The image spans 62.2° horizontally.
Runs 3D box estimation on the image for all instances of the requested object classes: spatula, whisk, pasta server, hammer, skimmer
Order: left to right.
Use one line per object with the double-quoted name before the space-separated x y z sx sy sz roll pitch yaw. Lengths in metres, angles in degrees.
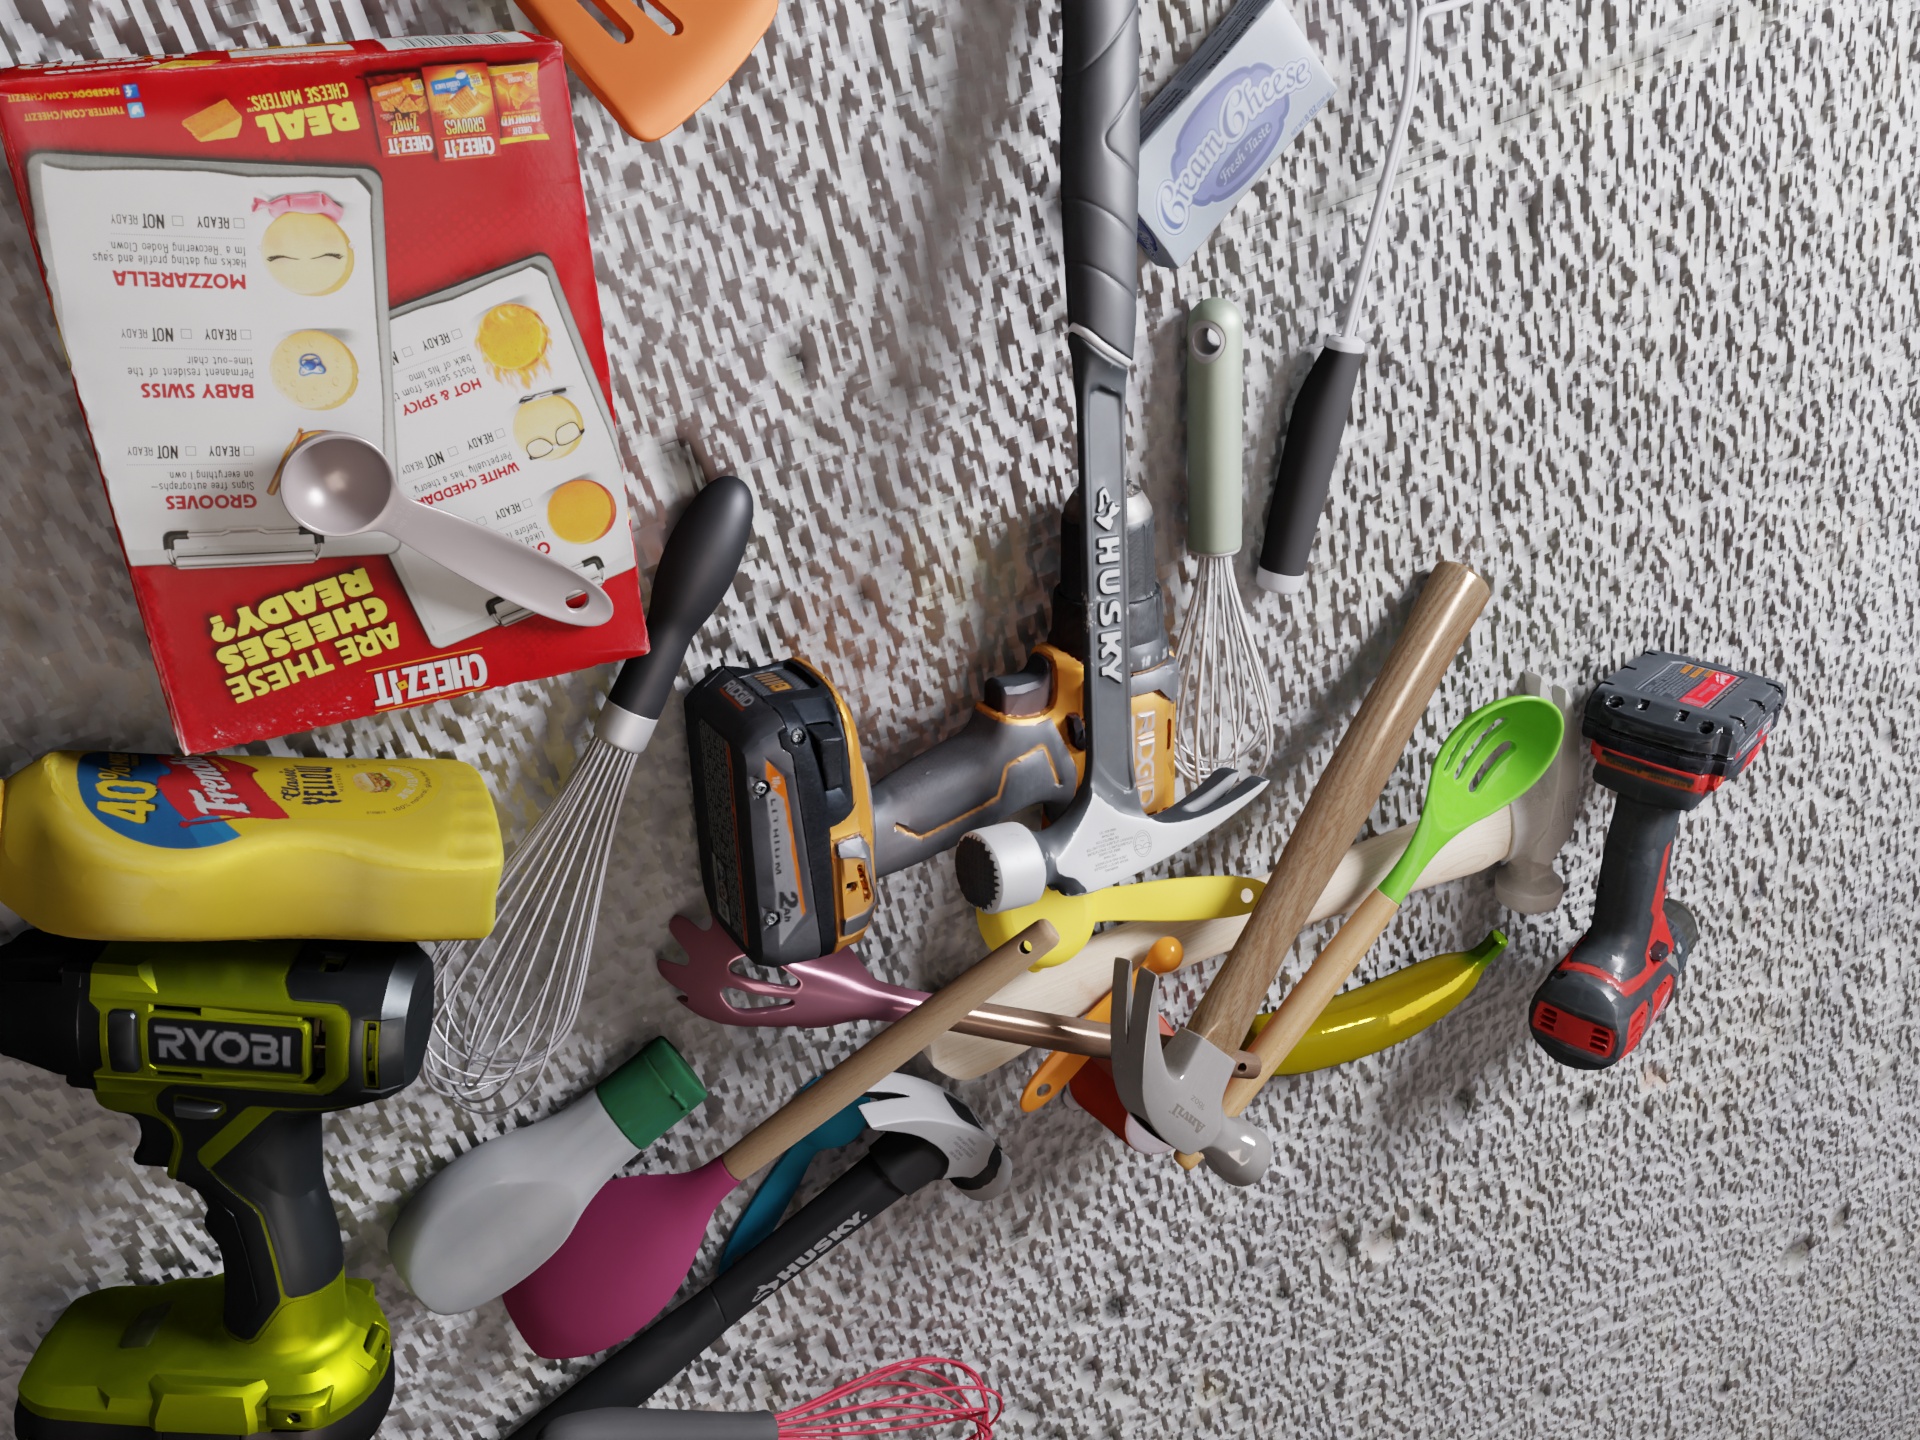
"spatula" -0.181 -0.322 0.471 0.322 0.041 0.081 49 67 -34
"whisk" -0.151 0.030 0.649 0.070 0.070 0.284 22 96 -34
"hammer" -0.130 0.293 0.778 0.335 0.035 0.146 -38 141 -4
"whisk" -0.085 0.365 0.814 0.295 0.073 0.073 20 102 -41
"pasta server" 0.012 0.141 0.765 0.316 0.040 0.060 15 99 -25
"hammer" 0.061 -0.130 0.640 0.149 0.036 0.408 -10 106 -31
"whisk" 0.121 -0.074 0.750 0.059 0.058 0.246 -37 130 -51
"hammer" 0.164 0.092 0.852 0.410 0.038 0.146 -16 118 -20
"hammer" 0.177 0.061 0.795 0.130 0.031 0.331 39 76 -32
"skimmer" 0.212 -0.219 0.698 0.127 0.090 0.363 -24 131 -54

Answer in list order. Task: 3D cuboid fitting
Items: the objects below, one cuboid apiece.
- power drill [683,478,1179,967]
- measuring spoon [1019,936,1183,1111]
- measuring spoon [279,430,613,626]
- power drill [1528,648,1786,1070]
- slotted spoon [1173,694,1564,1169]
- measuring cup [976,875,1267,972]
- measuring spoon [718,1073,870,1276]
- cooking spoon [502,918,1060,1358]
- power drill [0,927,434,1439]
"power drill" -0.001 -0.002 0.697 0.226 0.084 0.185 -14 116 -26
"measuring spoon" 0.072 0.156 0.805 0.117 0.011 0.021 -47 123 -2
"measuring spoon" -0.169 -0.061 0.533 0.124 0.018 0.034 28 102 -42
"power drill" 0.410 0.078 0.935 0.188 0.080 0.226 -21 123 -47
"slotted spoon" 0.211 0.113 0.848 0.070 0.031 0.314 33 95 -32
"measuring cup" 0.086 0.091 0.786 0.156 0.029 0.062 -3 86 -13
"measuring spoon" -0.084 0.234 0.795 0.042 0.021 0.128 26 99 -34
"cooking spoon" -0.084 0.188 0.721 0.319 0.069 0.017 -38 168 8
"power drill" -0.298 0.182 0.615 0.171 0.080 0.223 5 109 -6
